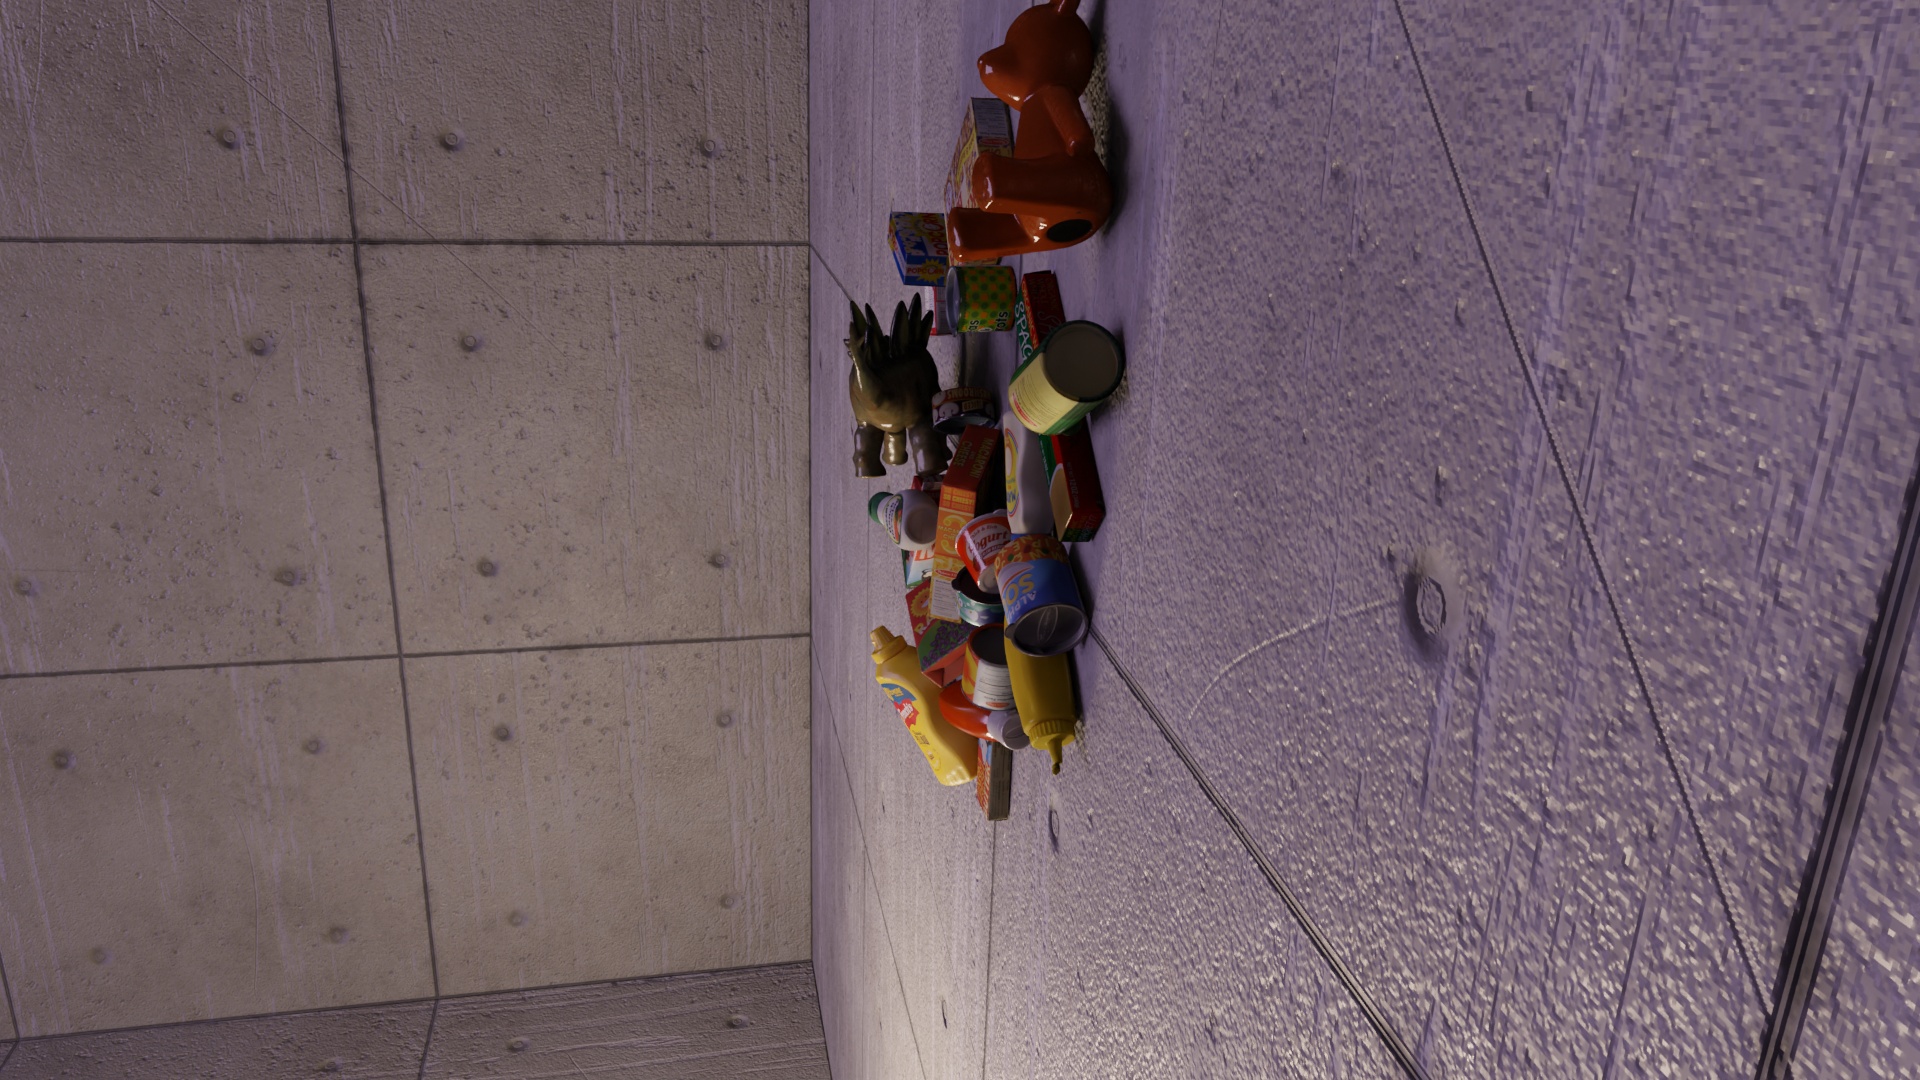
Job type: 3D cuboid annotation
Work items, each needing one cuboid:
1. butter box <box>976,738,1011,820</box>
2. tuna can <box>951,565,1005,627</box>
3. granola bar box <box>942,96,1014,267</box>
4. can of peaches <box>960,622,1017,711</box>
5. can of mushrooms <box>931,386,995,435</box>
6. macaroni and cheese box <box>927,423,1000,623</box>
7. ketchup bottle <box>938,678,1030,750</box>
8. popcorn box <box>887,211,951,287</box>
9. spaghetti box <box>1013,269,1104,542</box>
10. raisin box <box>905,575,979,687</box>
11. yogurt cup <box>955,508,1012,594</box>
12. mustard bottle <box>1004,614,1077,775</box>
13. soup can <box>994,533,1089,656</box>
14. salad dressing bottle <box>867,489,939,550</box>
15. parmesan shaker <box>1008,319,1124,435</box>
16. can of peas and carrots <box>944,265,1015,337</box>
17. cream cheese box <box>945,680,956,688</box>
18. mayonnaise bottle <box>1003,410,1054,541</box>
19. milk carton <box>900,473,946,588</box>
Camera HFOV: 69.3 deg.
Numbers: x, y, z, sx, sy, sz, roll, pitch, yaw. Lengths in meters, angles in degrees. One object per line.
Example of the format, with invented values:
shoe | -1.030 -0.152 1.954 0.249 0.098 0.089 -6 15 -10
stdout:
butter box | 0.035 0.239 1.467 0.053 0.024 0.103 -122 32 -66
tuna can | 0.025 0.053 1.369 0.071 0.071 0.032 -106 17 -50
granola bar box | 0.019 -0.346 1.405 0.165 0.039 0.124 117 149 -67
can of peaches | 0.035 0.120 1.340 0.071 0.071 0.057 -107 19 -51
can of mushrooms | 0.004 -0.136 1.451 0.071 0.071 0.033 129 139 -73
macaroni and cheese box | 0.005 -0.018 1.432 0.124 0.040 0.165 -69 -12 -54
ketchup bottle | 0.030 0.174 1.398 0.149 0.065 0.043 -161 56 -69
popcorn box | -0.030 -0.321 1.531 0.127 0.085 0.038 -108 20 -54
spaghetti box | 0.080 -0.117 1.172 0.050 0.029 0.251 109 156 -58
raisin box | -0.008 0.086 1.508 0.086 0.040 0.124 -37 39 18
yogurt cup | 0.034 0.015 1.339 0.072 0.072 0.054 101 155 -47
mustard bottle | 0.072 0.129 1.207 0.065 0.049 0.161 107 157 -58
soup can | 0.064 0.045 1.172 0.084 0.071 0.071 -104 16 -44
salad dressing bottle | -0.063 -0.027 1.489 0.148 0.044 0.064 -158 70 -69
parmesan shaker | 0.083 -0.123 1.076 0.103 0.071 0.071 144 123 -75
can of peas and carrots | 0.020 -0.237 1.372 0.071 0.059 0.071 179 88 -78
cream cheese box | -0.013 0.201 1.697 0.104 0.024 0.053 -141 50 -75
mayonnaise bottle | 0.062 -0.043 1.242 0.065 0.041 0.148 -177 85 -77
milk carton | -0.021 -0.019 1.576 0.189 0.072 0.074 110 155 -60
